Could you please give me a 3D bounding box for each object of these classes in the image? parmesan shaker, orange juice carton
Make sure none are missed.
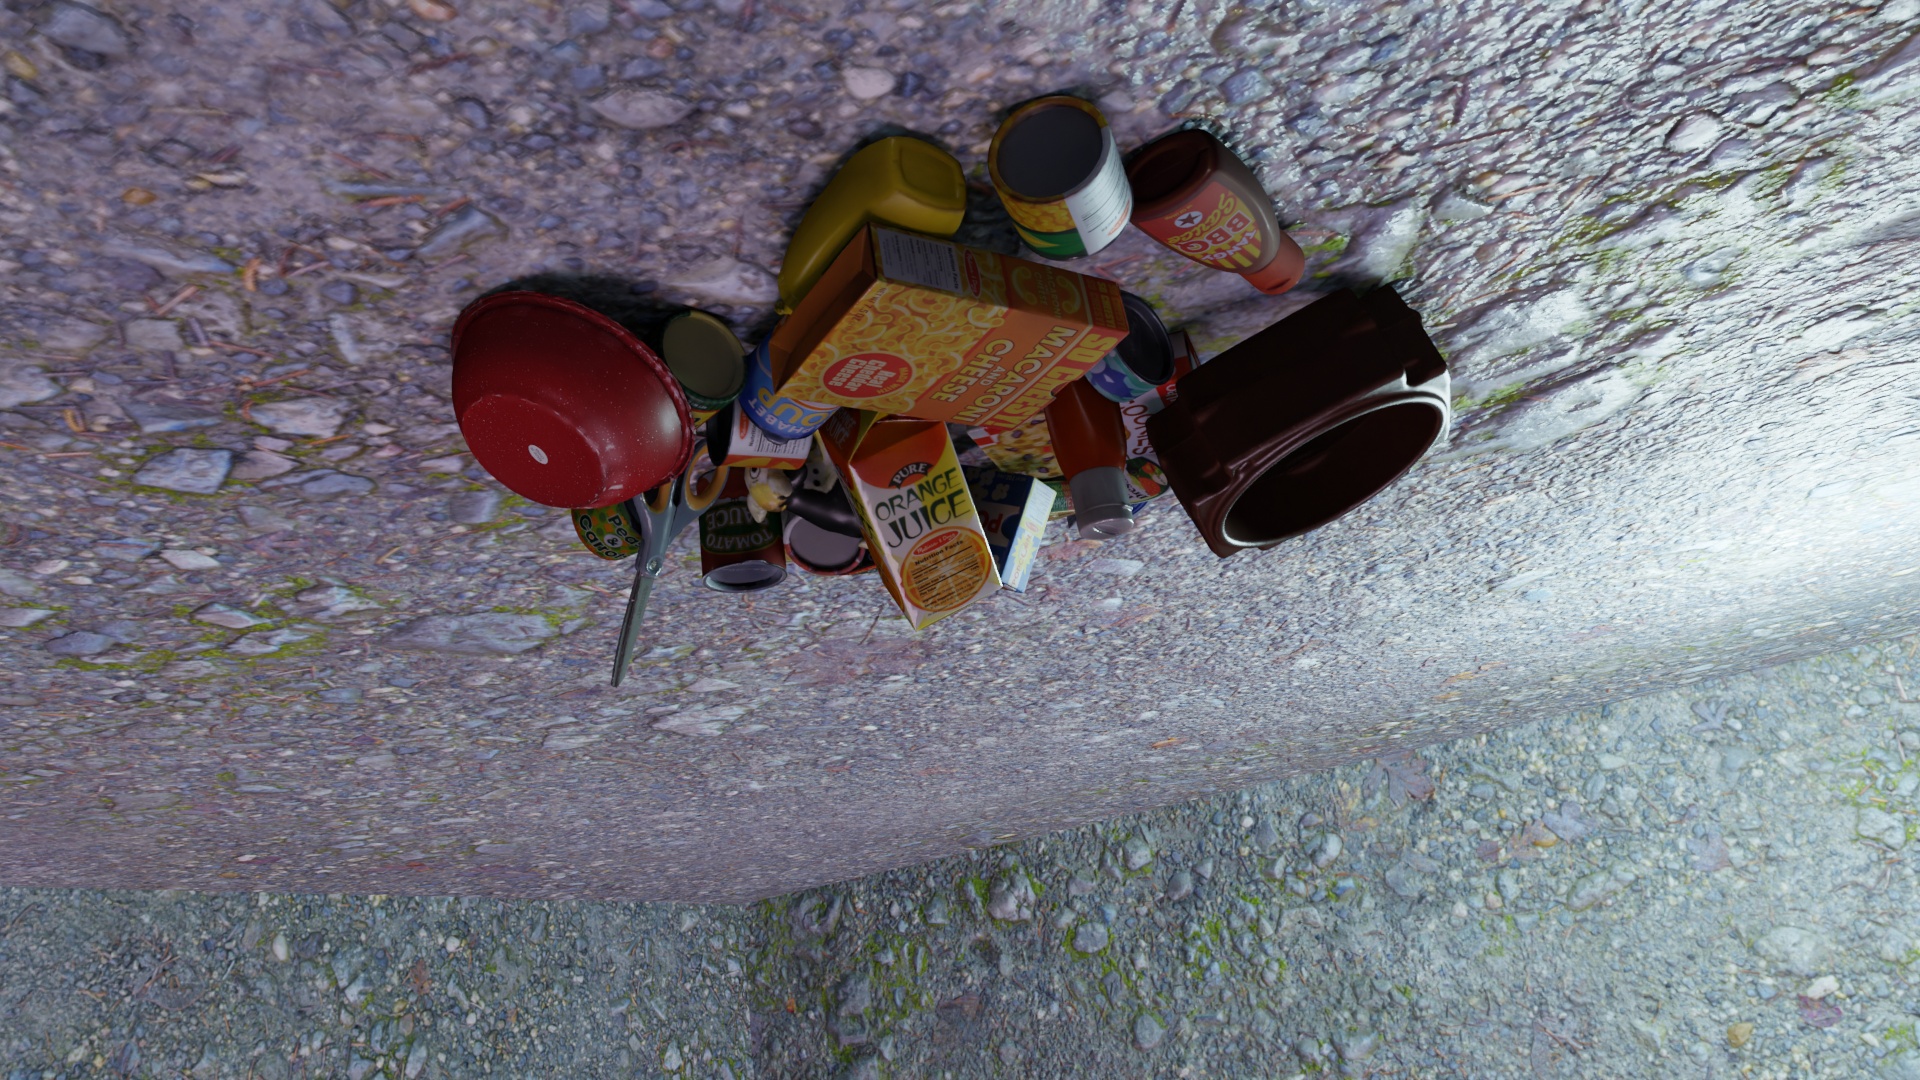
[{"bbox_3d":[-0.192,-0.097,0.883,0.071,0.071,0.102,11,152,-40],"label":"parmesan shaker"},{"bbox_3d":[-0.040,-0.039,0.956,0.073,0.072,0.191,-27,125,-9],"label":"orange juice carton"}]

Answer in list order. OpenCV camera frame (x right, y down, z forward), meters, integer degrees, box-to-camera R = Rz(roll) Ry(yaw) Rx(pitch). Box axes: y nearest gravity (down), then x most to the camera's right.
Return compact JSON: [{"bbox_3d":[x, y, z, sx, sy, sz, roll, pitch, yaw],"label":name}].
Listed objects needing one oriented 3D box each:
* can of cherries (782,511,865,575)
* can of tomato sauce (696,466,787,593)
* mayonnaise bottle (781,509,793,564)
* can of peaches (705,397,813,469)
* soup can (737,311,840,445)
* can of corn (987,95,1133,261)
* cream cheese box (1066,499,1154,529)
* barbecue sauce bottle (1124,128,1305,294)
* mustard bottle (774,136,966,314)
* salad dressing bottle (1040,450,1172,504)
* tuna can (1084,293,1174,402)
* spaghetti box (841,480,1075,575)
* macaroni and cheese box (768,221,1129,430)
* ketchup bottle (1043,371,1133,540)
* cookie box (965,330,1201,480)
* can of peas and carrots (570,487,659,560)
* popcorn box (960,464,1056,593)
[{"bbox_3d":[-0.102,-0.013,1.097,0.071,0.059,0.071,1,124,1],"label":"can of cherries"},{"bbox_3d":[-0.173,-0.009,1.093,0.071,0.083,0.071,-7,159,-3],"label":"can of tomato sauce"},{"bbox_3d":[-0.104,-0.014,1.165,0.148,0.041,0.064,-12,156,13],"label":"mayonnaise bottle"},{"bbox_3d":[-0.137,-0.082,0.943,0.058,0.071,0.071,2,157,-25],"label":"can of peaches"},{"bbox_3d":[-0.096,-0.108,0.878,0.071,0.071,0.083,6,155,-33],"label":"soup can"},{"bbox_3d":[0.051,-0.190,0.729,0.071,0.071,0.058,-13,158,13],"label":"can of corn"},{"bbox_3d":[0.137,-0.039,1.216,0.053,0.024,0.103,2,157,-22],"label":"cream cheese box"},{"bbox_3d":[0.154,-0.185,0.809,0.064,0.044,0.148,-24,155,32],"label":"barbecue sauce bottle"},{"bbox_3d":[-0.061,-0.163,0.779,0.065,0.049,0.159,9,153,-34],"label":"mustard bottle"},{"bbox_3d":[0.115,-0.052,1.138,0.147,0.044,0.064,-19,127,37],"label":"salad dressing bottle"},{"bbox_3d":[0.106,-0.127,0.914,0.071,0.071,0.032,12,152,-42],"label":"tuna can"},{"bbox_3d":[-0.009,-0.008,1.180,0.249,0.028,0.050,-16,173,40],"label":"spaghetti box"},{"bbox_3d":[-0.007,-0.114,0.791,0.167,0.040,0.123,6,153,-32],"label":"macaroni and cheese box"},{"bbox_3d":[0.084,-0.075,0.923,0.043,0.149,0.065,-24,154,33],"label":"ketchup bottle"},{"bbox_3d":[0.100,-0.095,1.031,0.167,0.040,0.122,-13,159,15],"label":"cookie box"},{"bbox_3d":[-0.251,-0.022,1.049,0.058,0.071,0.071,-21,156,31],"label":"can of peas and carrots"},{"bbox_3d":[0.004,-0.014,1.077,0.127,0.085,0.038,11,168,39],"label":"popcorn box"}]
